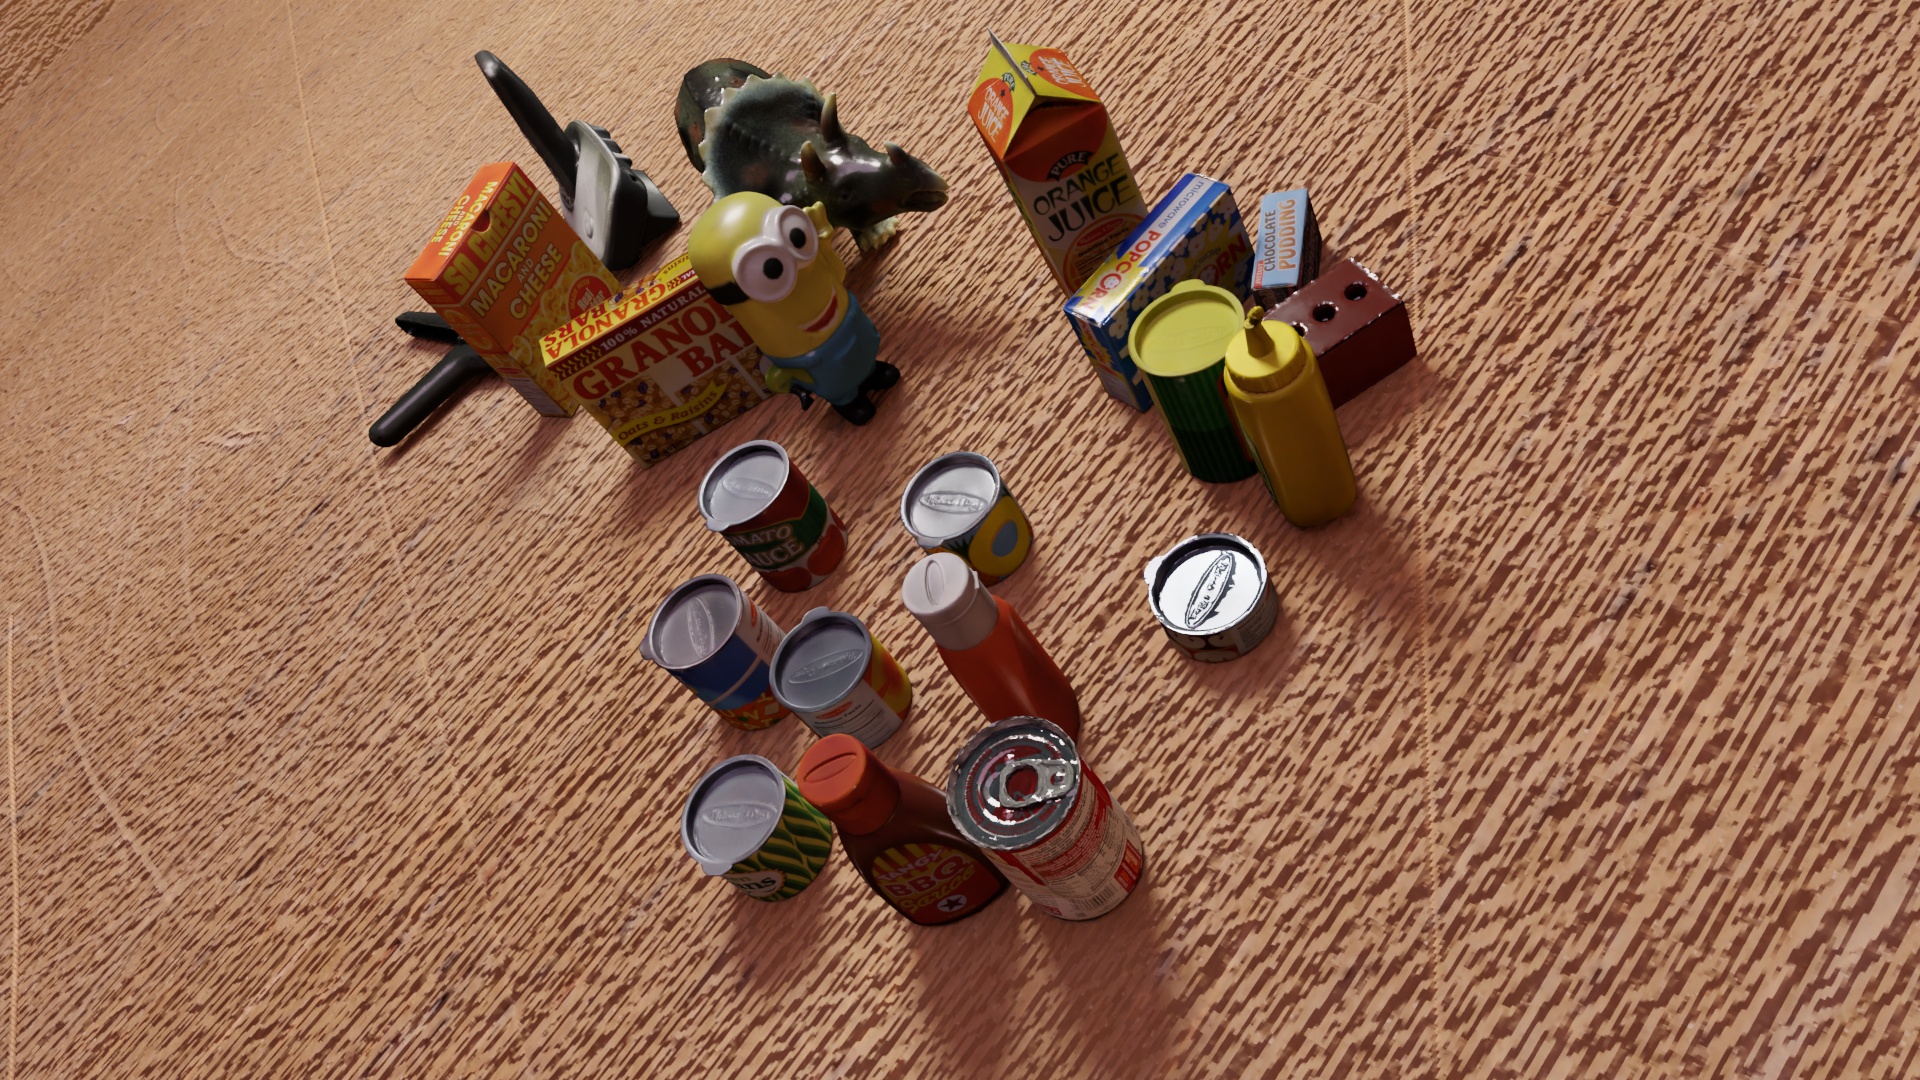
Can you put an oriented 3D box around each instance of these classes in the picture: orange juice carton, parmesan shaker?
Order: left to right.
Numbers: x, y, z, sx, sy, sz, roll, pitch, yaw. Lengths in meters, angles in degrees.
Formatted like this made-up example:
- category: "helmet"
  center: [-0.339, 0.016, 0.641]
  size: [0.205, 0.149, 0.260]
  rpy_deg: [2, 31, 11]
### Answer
- category: "orange juice carton"
  center: [0.066, -0.241, 0.899]
  size: [0.073, 0.192, 0.072]
  rpy_deg: [-29, 48, 6]
- category: "parmesan shaker"
  center: [0.145, -0.091, 0.805]
  size: [0.071, 0.102, 0.071]
  rpy_deg: [-15, 51, 19]

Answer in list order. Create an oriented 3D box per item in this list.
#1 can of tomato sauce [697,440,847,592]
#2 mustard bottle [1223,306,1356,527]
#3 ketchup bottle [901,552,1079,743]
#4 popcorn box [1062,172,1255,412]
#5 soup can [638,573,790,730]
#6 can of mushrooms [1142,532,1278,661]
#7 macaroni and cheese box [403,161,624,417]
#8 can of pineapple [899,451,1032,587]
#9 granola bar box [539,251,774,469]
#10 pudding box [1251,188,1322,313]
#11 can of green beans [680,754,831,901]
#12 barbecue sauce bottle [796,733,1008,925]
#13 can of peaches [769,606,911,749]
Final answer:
- category: "can of tomato sauce"
  center: [-0.121, -0.013, 0.903]
  size: [0.071, 0.082, 0.071]
  rpy_deg: [-15, 51, 19]
- category: "mustard bottle"
  center: [0.171, -0.071, 0.737]
  size: [0.049, 0.159, 0.065]
  rpy_deg: [-22, 49, 13]
- category: "ketchup bottle"
  center: [0.018, 0.060, 0.729]
  size: [0.043, 0.148, 0.065]
  rpy_deg: [-20, 49, 14]
- category: "popcorn box"
  center: [0.130, -0.156, 0.874]
  size: [0.127, 0.085, 0.038]
  rpy_deg: [-48, 48, -11]
- category: "soup can"
  center: [-0.144, 0.071, 0.852]
  size: [0.071, 0.083, 0.072]
  rpy_deg: [-15, 51, 19]
- category: "can of mushrooms"
  center: [0.137, 0.031, 0.765]
  size: [0.071, 0.033, 0.071]
  rpy_deg: [-14, 51, 19]
- category: "macaroni and cheese box"
  center: [-0.342, -0.197, 1.104]
  size: [0.040, 0.166, 0.124]
  rpy_deg: [5, 59, 31]
- category: "can of pineapple"
  center: [0.003, -0.011, 0.852]
  size: [0.071, 0.057, 0.071]
  rpy_deg: [-15, 51, 19]
- category: "granola bar box"
  center: [-0.199, -0.137, 1.010]
  size: [0.165, 0.123, 0.039]
  rpy_deg: [-30, 48, 6]
- category: "pudding box"
  center: [0.205, -0.174, 0.871]
  size: [0.030, 0.049, 0.084]
  rpy_deg: [-3, 55, 27]
- category: "can of green beans"
  center: [-0.114, 0.163, 0.784]
  size: [0.071, 0.057, 0.071]
  rpy_deg: [-15, 51, 19]
- category: "barbecue sauce bottle"
  center: [-0.031, 0.144, 0.692]
  size: [0.065, 0.148, 0.044]
  rpy_deg: [-27, 48, 9]
- category: "can of peaches"
  center: [-0.070, 0.082, 0.821]
  size: [0.071, 0.058, 0.071]
  rpy_deg: [-15, 51, 19]
